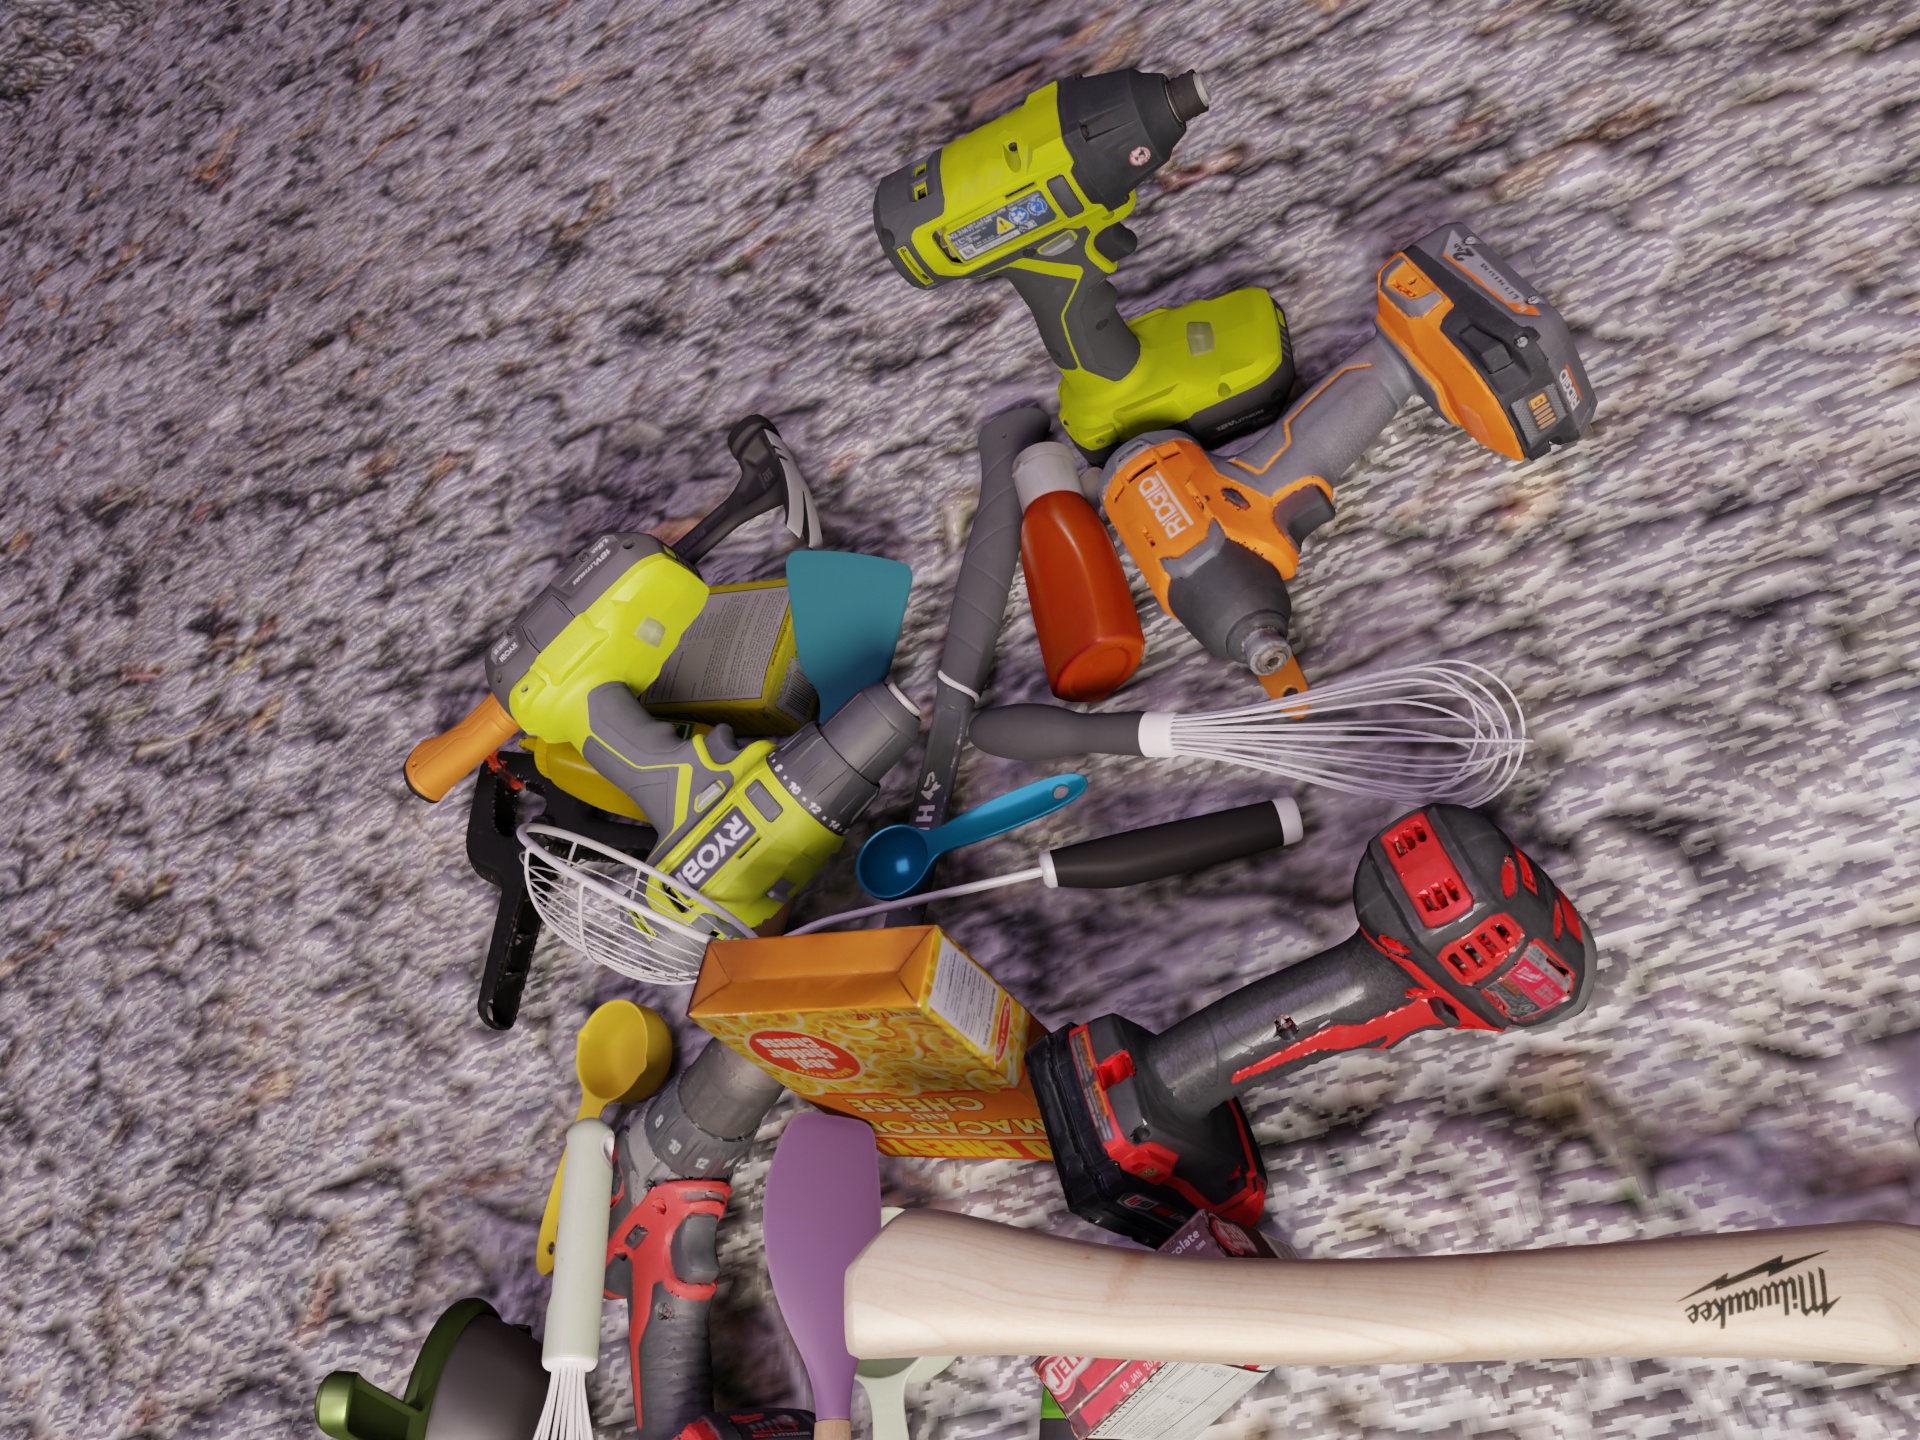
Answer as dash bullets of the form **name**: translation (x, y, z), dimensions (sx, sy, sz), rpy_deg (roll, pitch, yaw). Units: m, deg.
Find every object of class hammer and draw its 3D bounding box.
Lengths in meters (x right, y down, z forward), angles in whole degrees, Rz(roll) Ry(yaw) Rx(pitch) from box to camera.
- **hammer**: translation (-0.230, -0.053, 1.019), dimensions (0.337, 0.034, 0.127), rpy_deg (-38, 45, 12)
- **hammer**: translation (0.165, 0.206, 0.533), dimensions (0.410, 0.038, 0.146), rpy_deg (-3, 59, 6)
- **hammer**: translation (-0.001, -0.003, 0.887), dimensions (0.149, 0.036, 0.409), rpy_deg (-3, 62, 32)

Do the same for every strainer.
- **strainer**: translation (-0.217, 0.330, 0.723), dimensions (0.069, 0.256, 0.152), rpy_deg (0, 57, 1)

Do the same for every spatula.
- **spatula**: translation (-0.054, 0.315, 0.653), dimensions (0.018, 0.059, 0.316), rpy_deg (-44, 41, 45)
- **spatula**: translation (-0.098, 0.056, 0.904), dimensions (0.082, 0.044, 0.318), rpy_deg (9, 72, 20)

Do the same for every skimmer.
- **skimmer**: translation (-0.024, 0.055, 0.756), dimensions (0.363, 0.127, 0.090), rpy_deg (-12, 87, 0)

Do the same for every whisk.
- **whisk**: translation (0.127, 0.007, 0.765), dimensions (0.285, 0.070, 0.070), rpy_deg (1, 64, 32)
- **whisk**: translation (-0.177, 0.298, 0.714), dimensions (0.059, 0.057, 0.247), rpy_deg (-7, 55, 5)

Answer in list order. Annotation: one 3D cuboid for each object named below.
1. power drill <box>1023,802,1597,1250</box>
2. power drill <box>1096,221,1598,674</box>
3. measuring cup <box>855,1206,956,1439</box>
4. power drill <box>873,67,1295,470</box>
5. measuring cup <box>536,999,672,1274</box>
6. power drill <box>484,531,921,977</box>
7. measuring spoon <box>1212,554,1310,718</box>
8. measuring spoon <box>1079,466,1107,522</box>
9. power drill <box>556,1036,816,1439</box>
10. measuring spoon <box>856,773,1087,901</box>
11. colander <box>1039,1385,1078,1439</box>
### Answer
- **power drill**: translation (0.148, 0.129, 0.642), dimensions (0.219, 0.143, 0.079), rpy_deg (-37, 44, 20)
- **power drill**: translation (0.190, -0.126, 0.788), dimensions (0.226, 0.084, 0.164), rpy_deg (-35, 45, 13)
- **measuring cup**: translation (-0.022, 0.307, 0.716), dimensions (0.083, 0.038, 0.168), rpy_deg (-23, 56, 26)
- **power drill**: translation (0.084, -0.233, 0.838), dimensions (0.171, 0.223, 0.080), rpy_deg (-18, 55, 25)
- **measuring cup**: translation (-0.203, 0.236, 0.898), dimensions (0.062, 0.029, 0.156), rpy_deg (13, 83, 39)
- **power drill**: translation (-0.145, 0.001, 0.884), dimensions (0.190, 0.080, 0.229), rpy_deg (-45, 64, 4)
- **measuring spoon**: translation (0.152, -0.046, 0.821), dimensions (0.021, 0.011, 0.117), rpy_deg (-32, 50, 15)
- **measuring spoon**: translation (0.084, -0.088, 0.895), dimensions (0.034, 0.018, 0.124), rpy_deg (-36, 52, 42)
- **power drill**: translation (-0.116, 0.271, 0.743), dimensions (0.188, 0.080, 0.227), rpy_deg (-53, 41, 28)
- **measuring spoon**: translation (0.008, 0.060, 0.815), dimensions (0.128, 0.021, 0.042), rpy_deg (-23, 52, 8)
- **colander**: translation (0.022, 0.425, 0.572), dimensions (0.204, 0.094, 0.397), rpy_deg (-13, 57, 29)
